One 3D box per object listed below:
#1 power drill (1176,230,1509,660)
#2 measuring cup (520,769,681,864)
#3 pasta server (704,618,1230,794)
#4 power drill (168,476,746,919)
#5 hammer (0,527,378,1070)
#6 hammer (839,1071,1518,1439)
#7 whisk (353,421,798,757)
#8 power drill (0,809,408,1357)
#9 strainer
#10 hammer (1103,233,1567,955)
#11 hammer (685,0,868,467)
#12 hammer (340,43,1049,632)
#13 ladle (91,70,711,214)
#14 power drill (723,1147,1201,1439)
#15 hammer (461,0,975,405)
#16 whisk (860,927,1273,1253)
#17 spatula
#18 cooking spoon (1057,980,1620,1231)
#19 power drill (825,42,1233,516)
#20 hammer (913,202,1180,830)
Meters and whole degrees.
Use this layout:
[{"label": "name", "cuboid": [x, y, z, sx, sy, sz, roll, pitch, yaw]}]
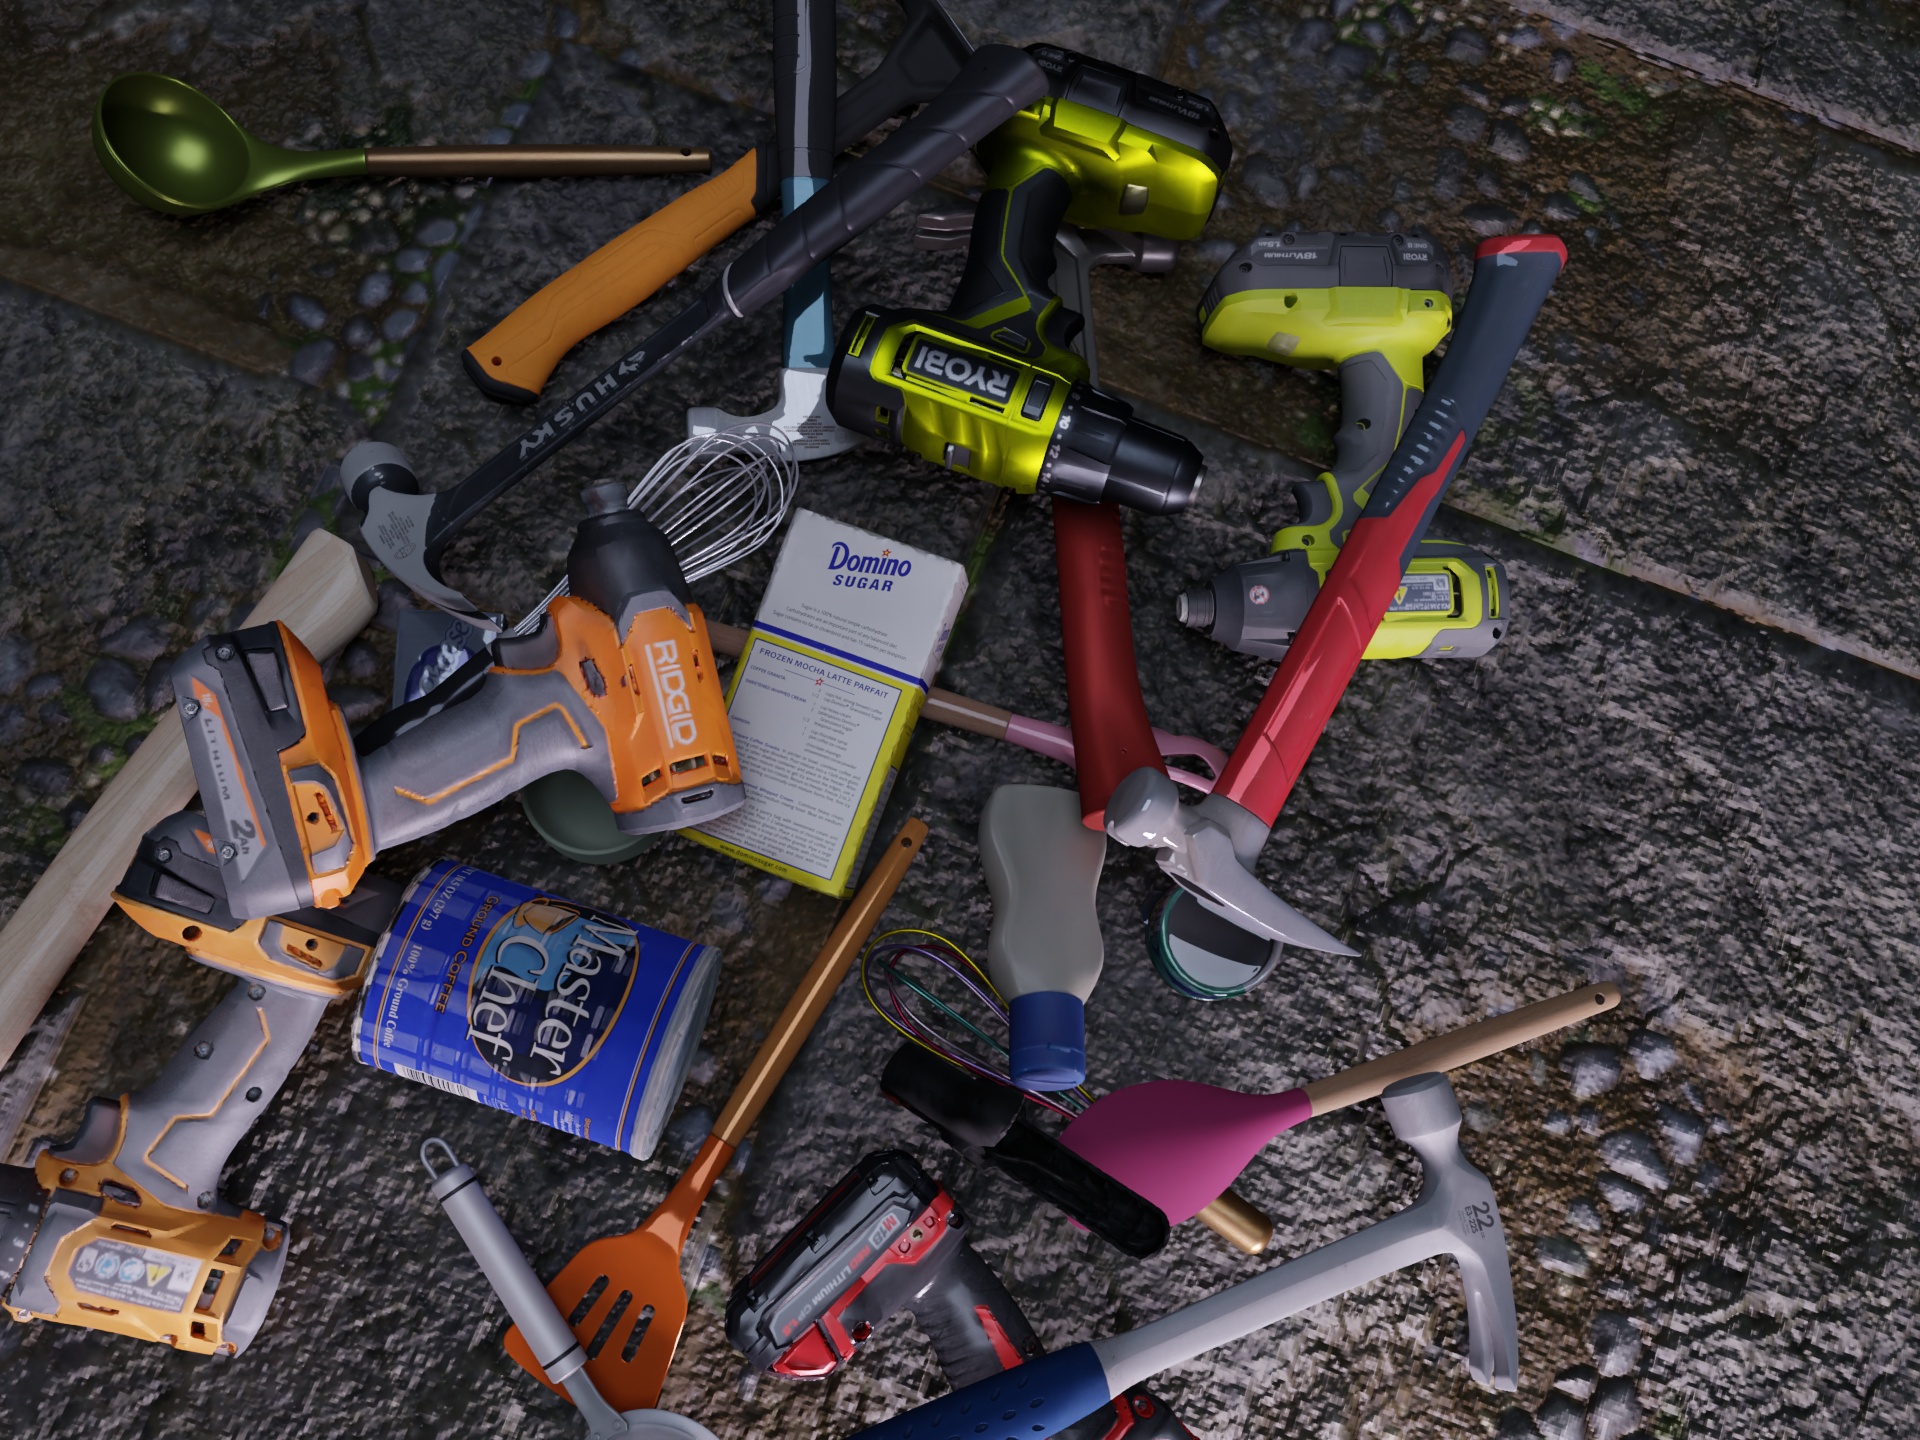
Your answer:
[{"label": "power drill", "cuboid": [0.197, -0.143, 0.859, 0.171, 0.080, 0.223, -1, 80, -6]}, {"label": "measuring cup", "cuboid": [-0.173, -0.006, 0.817, 0.083, 0.038, 0.168, 9, 67, -1]}, {"label": "pasta server", "cuboid": [-0.001, -0.003, 0.835, 0.316, 0.040, 0.060, 17, 76, 3]}, {"label": "power drill", "cuboid": [-0.219, -0.012, 0.703, 0.226, 0.084, 0.164, -14, 95, -25]}, {"label": "hammer", "cuboid": [-0.434, 0.073, 0.774, 0.146, 0.038, 0.411, 31, 76, 4]}, {"label": "hammer", "cuboid": [0.073, 0.289, 0.701, 0.405, 0.035, 0.144, -15, 81, -19]}, {"label": "whisk", "cuboid": [-0.196, -0.054, 0.788, 0.284, 0.070, 0.070, -39, 83, -7]}, {"label": "power drill", "cuboid": [-0.370, 0.154, 0.713, 0.185, 0.084, 0.226, 24, 76, -25]}, {"label": "strainer", "cuboid": [-0.179, 0.303, 0.730, 0.087, 0.050, 0.258, -35, 84, 10]}, {"label": "hammer", "cuboid": [0.219, -0.075, 0.793, 0.143, 0.038, 0.386, 34, 78, -17]}, {"label": "hammer", "cuboid": [-0.084, -0.302, 0.853, 0.128, 0.033, 0.331, -1, 91, -13]}, {"label": "hammer", "cuboid": [-0.125, -0.200, 0.790, 0.409, 0.036, 0.149, -38, 53, 0]}, {"label": "ladle", "cuboid": [-0.297, -0.312, 0.866, 0.320, 0.062, 0.078, -3, 71, -8]}, {"label": "power drill", "cuboid": [-0.002, 0.319, 0.735, 0.143, 0.078, 0.220, -43, 87, -13]}, {"label": "hammer", "cuboid": [-0.135, -0.291, 0.875, 0.337, 0.034, 0.127, -39, 98, -10]}, {"label": "whisk", "cuboid": [0.054, 0.183, 0.787, 0.245, 0.051, 0.047, 36, 71, 1]}, {"label": "spatula", "cuboid": [-0.104, 0.186, 0.784, 0.081, 0.041, 0.323, 31, 72, 5]}, {"label": "cooking spoon", "cuboid": [0.194, 0.182, 0.793, 0.319, 0.017, 0.069, -15, 81, -15]}, {"label": "power drill", "cuboid": [0.057, -0.219, 0.819, 0.190, 0.080, 0.229, 20, 71, 4]}, {"label": "hammer", "cuboid": [0.056, -0.119, 0.839, 0.149, 0.036, 0.359, -1, 70, -6]}]
